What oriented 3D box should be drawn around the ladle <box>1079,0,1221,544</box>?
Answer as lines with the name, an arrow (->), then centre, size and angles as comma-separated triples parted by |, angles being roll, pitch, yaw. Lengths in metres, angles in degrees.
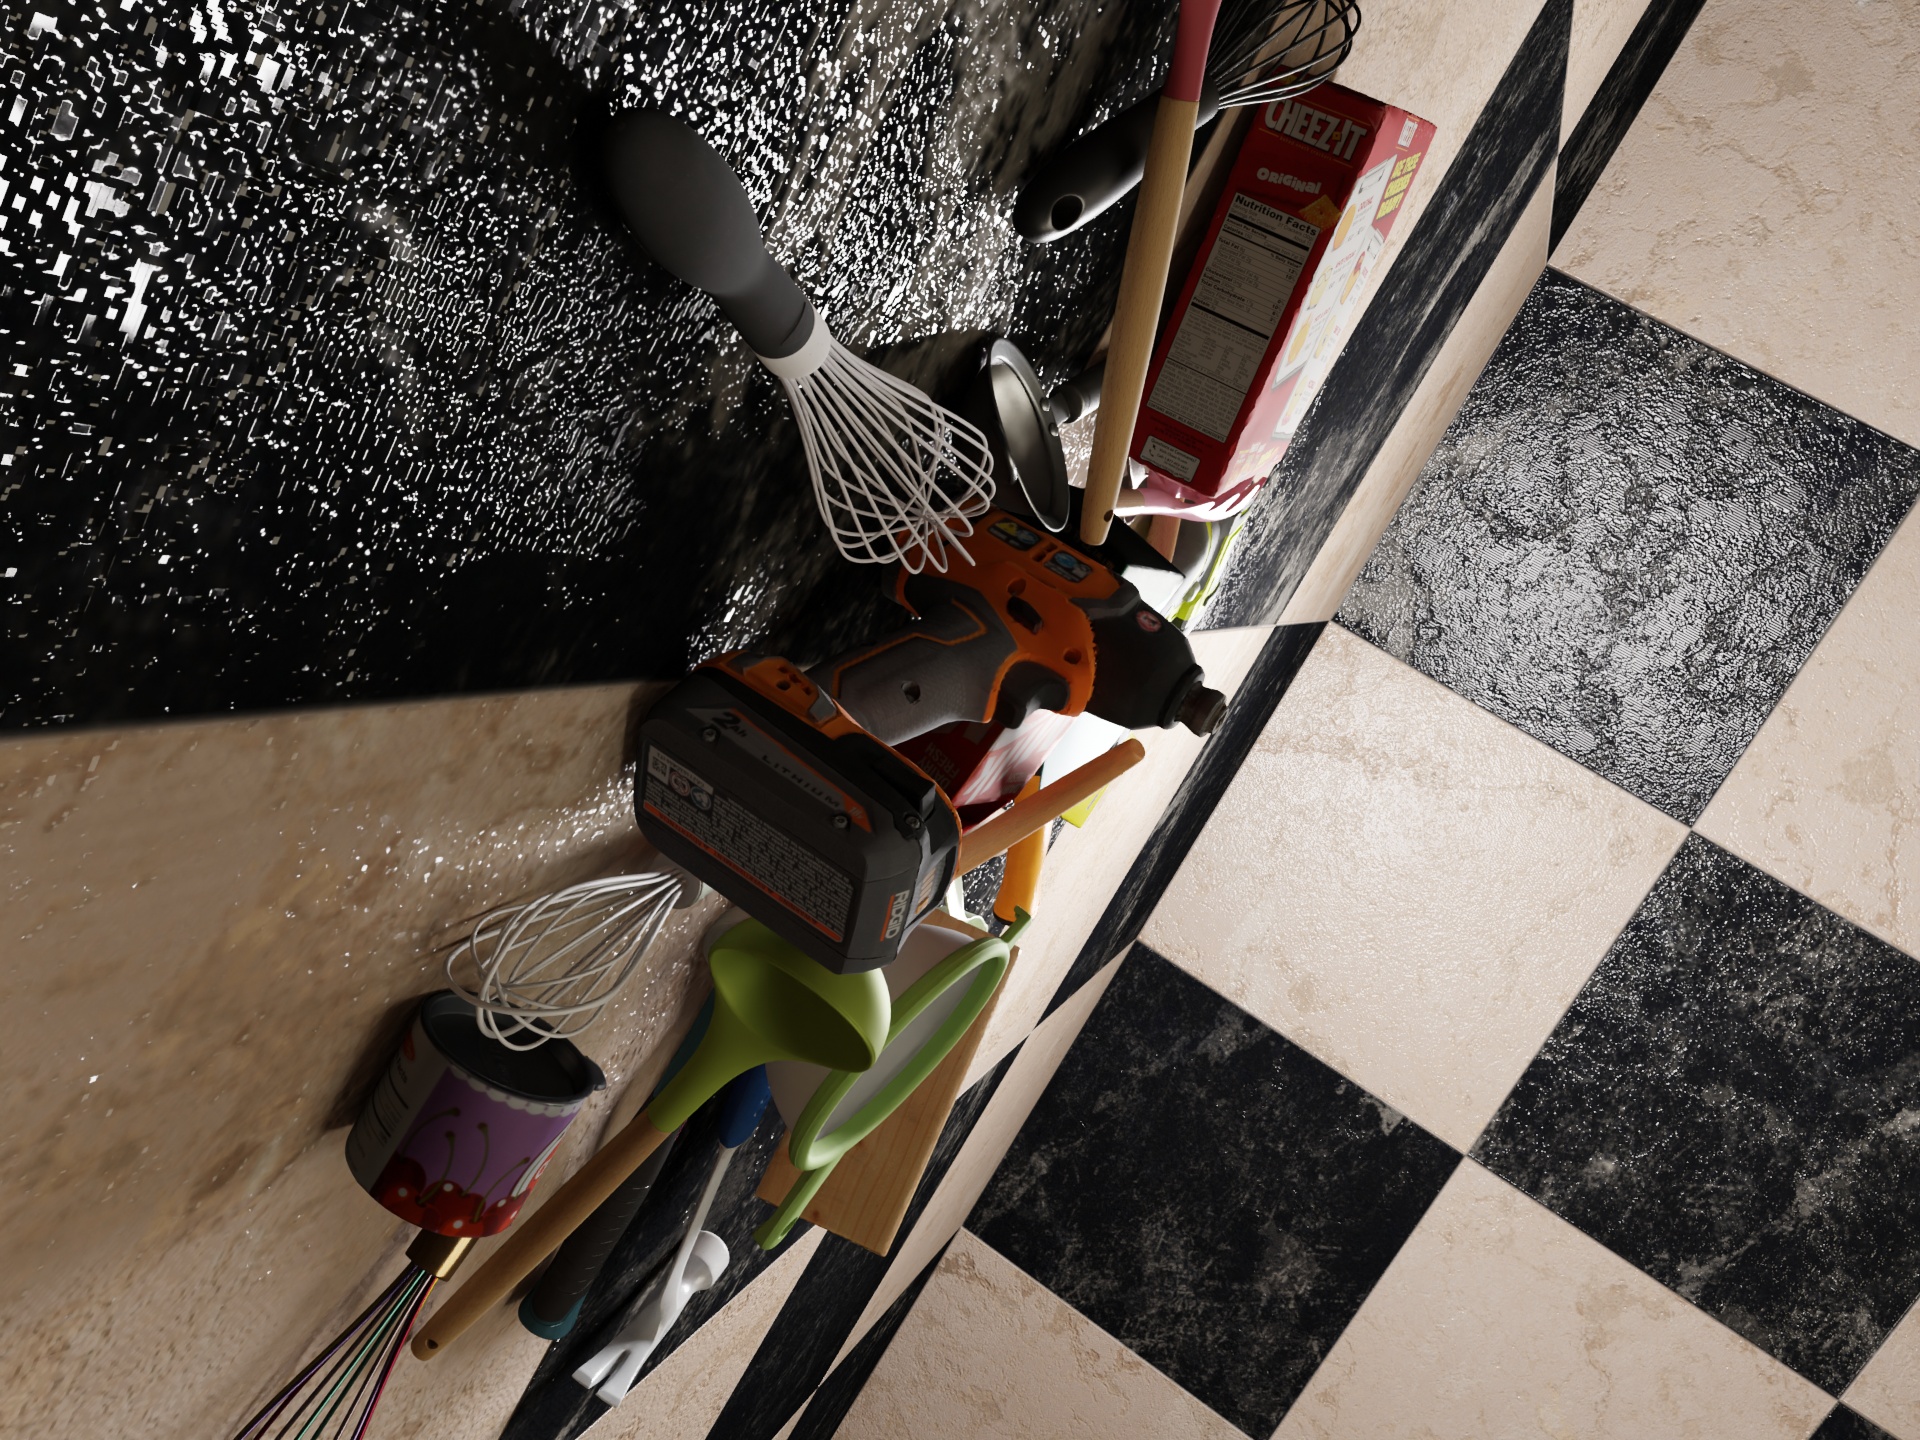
ladle -> 0.081, -0.214, 0.616 | 0.069, 0.031, 0.315 | -15, 127, -37

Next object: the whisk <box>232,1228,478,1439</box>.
whisk -> -0.229, 0.245, 0.648 | 0.245, 0.047, 0.051 | -56, 165, -19

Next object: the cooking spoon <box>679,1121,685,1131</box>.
cooking spoon -> -0.104, 0.112, 0.828 | 0.069, 0.017, 0.318 | -66, -178, -66

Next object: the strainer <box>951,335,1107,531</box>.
strainer -> 0.046, -0.145, 0.742 | 0.258, 0.050, 0.086 | -44, 117, -59

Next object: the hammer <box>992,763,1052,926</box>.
hammer -> 0.050, 0.023, 0.991 | 0.336, 0.034, 0.127 | 94, 15, -52

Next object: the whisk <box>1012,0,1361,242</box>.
whisk -> 0.097, -0.259, 0.666 | 0.239, 0.055, 0.055 | -44, 161, -30

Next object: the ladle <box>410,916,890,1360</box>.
ladle -> -0.145, 0.189, 0.666 | 0.320, 0.078, 0.062 | -45, -171, 21

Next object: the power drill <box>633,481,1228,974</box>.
power drill -> -0.001, -0.002, 0.639 | 0.226, 0.164, 0.084 | -41, 156, -43

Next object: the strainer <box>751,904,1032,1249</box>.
strainer -> -0.071, 0.186, 0.831 | 0.151, 0.069, 0.256 | -27, 154, -51

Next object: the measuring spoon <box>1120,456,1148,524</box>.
measuring spoon -> 0.098, -0.160, 0.945 | 0.034, 0.018, 0.124 | -55, 159, -20

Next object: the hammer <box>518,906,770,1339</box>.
hammer -> -0.146, 0.192, 0.778 | 0.331, 0.033, 0.128 | -59, 176, 25

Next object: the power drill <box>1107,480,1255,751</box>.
power drill -> 0.120, -0.063, 1.096 | 0.223, 0.080, 0.171 | -49, 164, -40

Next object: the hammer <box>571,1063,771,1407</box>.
hammer -> -0.138, 0.255, 0.941 | 0.144, 0.035, 0.405 | -46, 164, -54

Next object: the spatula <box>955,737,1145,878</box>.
spatula -> -0.012, 0.096, 0.893 | 0.322, 0.041, 0.081 | -35, 173, 37

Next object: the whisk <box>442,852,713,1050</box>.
whisk -> -0.119, 0.066, 0.632 | 0.246, 0.059, 0.057 | -34, 138, -68

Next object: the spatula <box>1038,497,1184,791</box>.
spatula -> 0.102, -0.075, 0.958 | 0.082, 0.044, 0.318 | 96, 10, -45

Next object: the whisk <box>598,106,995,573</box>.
whisk -> -0.042, -0.108, 0.502 | 0.070, 0.070, 0.284 | -57, 162, -3

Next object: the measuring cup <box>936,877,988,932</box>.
measuring cup -> -0.017, 0.143, 1.172 | 0.083, 0.038, 0.167 | -49, 147, -40

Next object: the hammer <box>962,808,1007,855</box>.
hammer -> 0.000, 0.051, 1.015 | 0.130, 0.031, 0.331 | -57, 166, -3

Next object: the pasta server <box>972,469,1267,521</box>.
pasta server -> 0.087, -0.126, 0.874 | 0.316, 0.060, 0.040 | -15, 135, -57
